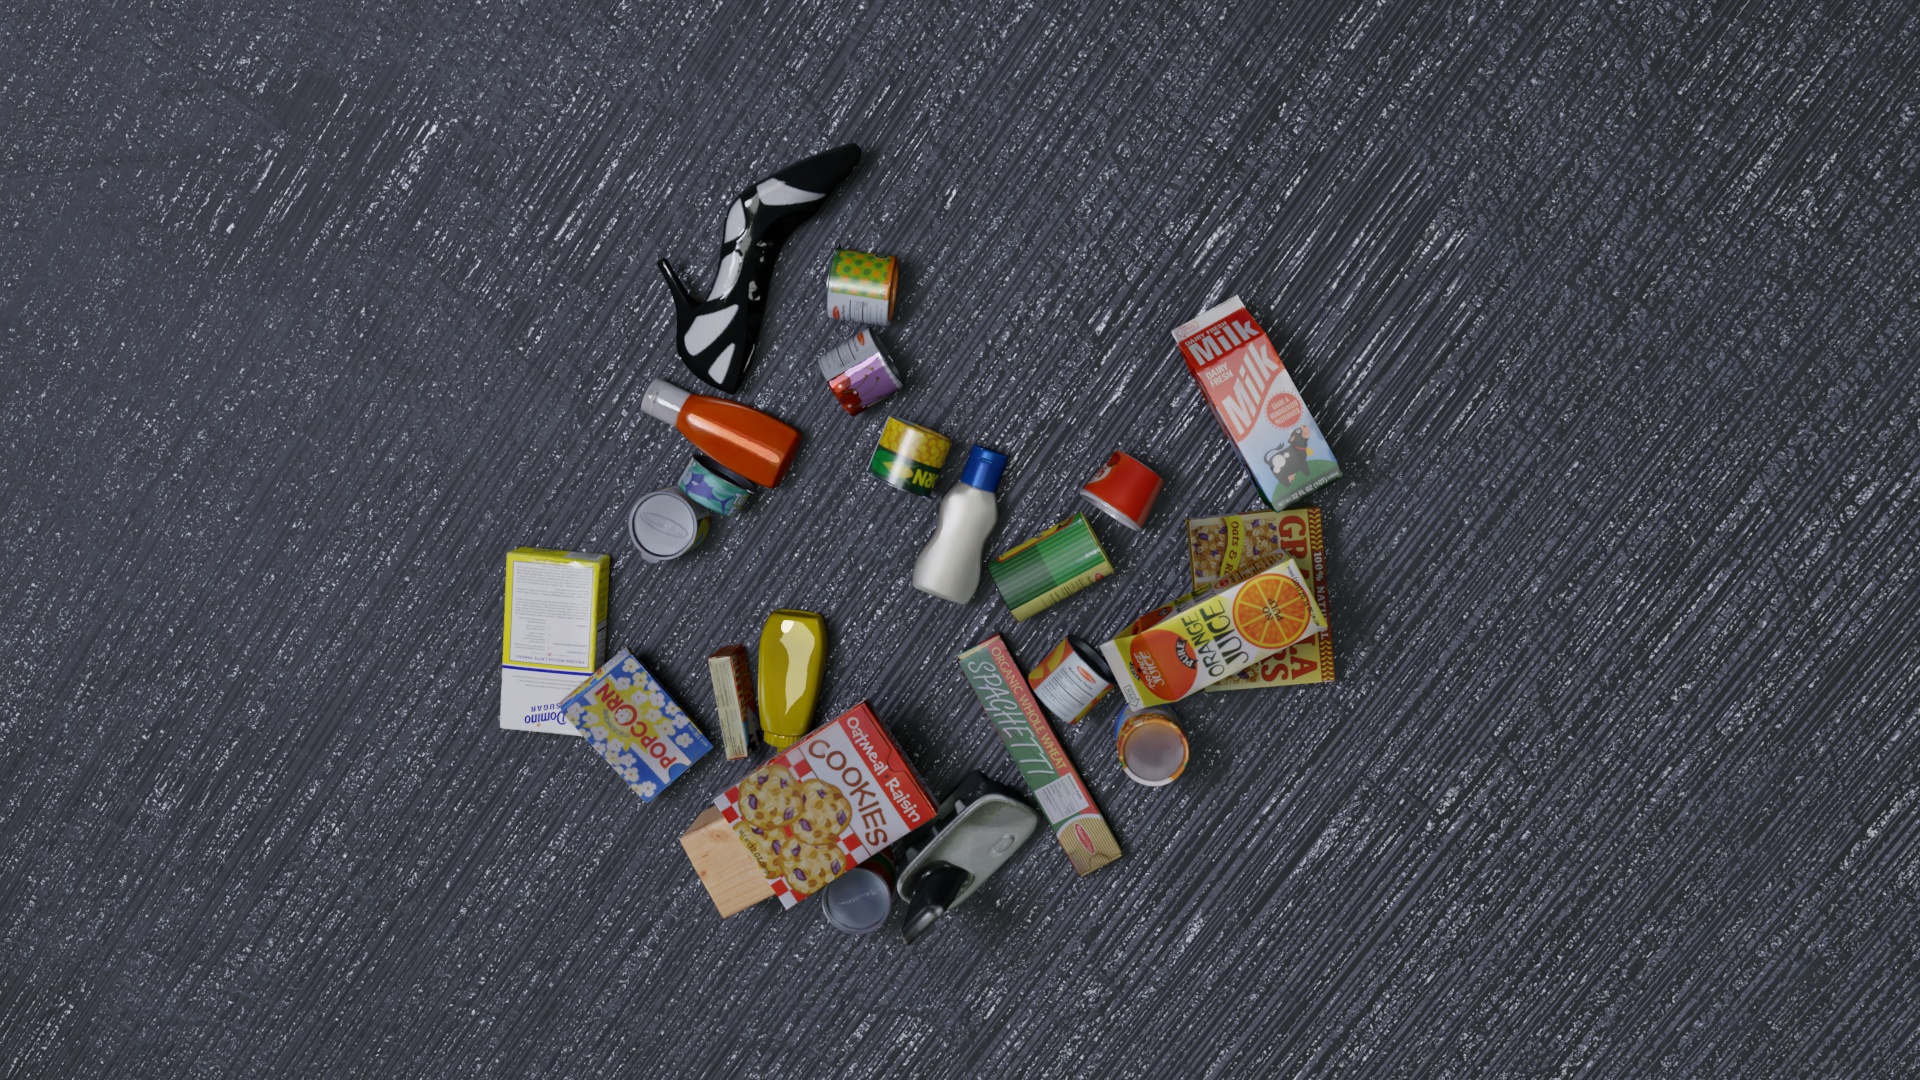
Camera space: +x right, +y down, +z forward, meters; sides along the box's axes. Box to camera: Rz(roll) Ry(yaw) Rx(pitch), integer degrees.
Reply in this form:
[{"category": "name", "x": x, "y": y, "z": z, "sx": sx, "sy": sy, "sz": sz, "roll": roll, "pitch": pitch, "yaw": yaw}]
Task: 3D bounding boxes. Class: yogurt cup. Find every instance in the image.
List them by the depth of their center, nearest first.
[{"category": "yogurt cup", "x": 0.154, "y": -0.048, "z": 1.302, "sx": 0.072, "sy": 0.072, "sz": 0.054, "roll": 34, "pitch": 90, "yaw": -1}]

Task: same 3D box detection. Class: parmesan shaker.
[{"category": "parmesan shaker", "x": 0.084, "y": 0.024, "z": 1.309, "sx": 0.103, "sy": 0.071, "sz": 0.071, "roll": -29, "pitch": 94, "yaw": 6}]

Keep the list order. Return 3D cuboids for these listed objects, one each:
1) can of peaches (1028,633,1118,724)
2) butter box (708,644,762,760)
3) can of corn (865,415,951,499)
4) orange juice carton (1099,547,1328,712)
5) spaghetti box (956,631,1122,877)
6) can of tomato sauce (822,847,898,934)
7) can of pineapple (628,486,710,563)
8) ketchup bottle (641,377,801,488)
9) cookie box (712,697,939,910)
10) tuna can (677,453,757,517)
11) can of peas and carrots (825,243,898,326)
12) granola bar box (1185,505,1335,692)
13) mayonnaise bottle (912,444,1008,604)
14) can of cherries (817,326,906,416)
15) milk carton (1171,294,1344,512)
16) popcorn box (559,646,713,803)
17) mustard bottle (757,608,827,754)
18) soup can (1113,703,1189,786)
[{"category": "can of peaches", "x": 0.107, "y": 0.132, "z": 1.323, "sx": 0.071, "sy": 0.071, "sz": 0.058, "roll": 43, "pitch": 103, "yaw": -2}, {"category": "butter box", "x": -0.219, "y": 0.156, "z": 1.351, "sx": 0.024, "sy": 0.053, "sz": 0.103, "roll": -9, "pitch": 95, "yaw": 7}, {"category": "can of corn", "x": -0.046, "y": -0.078, "z": 1.307, "sx": 0.071, "sy": 0.071, "sz": 0.058, "roll": 23, "pitch": 97, "yaw": 1}, {"category": "orange juice carton", "x": 0.227, "y": 0.084, "z": 1.267, "sx": 0.192, "sy": 0.073, "sz": 0.071, "roll": -27, "pitch": 94, "yaw": 8}, {"category": "spaghetti box", "x": 0.078, "y": 0.207, "z": 1.351, "sx": 0.050, "sy": 0.029, "sz": 0.250, "roll": -29, "pitch": 94, "yaw": 6}, {"category": "can of tomato sauce", "x": -0.096, "y": 0.333, "z": 1.348, "sx": 0.071, "sy": 0.083, "sz": 0.071, "roll": 0, "pitch": 97, "yaw": 3}, {"category": "can of pineapple", "x": -0.280, "y": -0.016, "z": 1.333, "sx": 0.071, "sy": 0.058, "sz": 0.071, "roll": 0, "pitch": 97, "yaw": 4}, {"category": "ketchup bottle", "x": -0.230, "y": -0.108, "z": 1.326, "sx": 0.149, "sy": 0.043, "sz": 0.064, "roll": 26, "pitch": 91, "yaw": 0}, {"category": "cookie box", "x": -0.121, "y": 0.240, "z": 1.269, "sx": 0.167, "sy": 0.040, "sz": 0.123, "roll": -33, "pitch": 92, "yaw": 6}, {"category": "tuna can", "x": -0.231, "y": -0.051, "z": 1.321, "sx": 0.071, "sy": 0.071, "sz": 0.032, "roll": 31, "pitch": 99, "yaw": -1}, {"category": "can of peas and carrots", "x": -0.091, "y": -0.238, "z": 1.293, "sx": 0.059, "sy": 0.071, "sz": 0.071, "roll": 8, "pitch": 97, "yaw": 2}, {"category": "granola bar box", "x": 0.284, "y": 0.054, "z": 1.317, "sx": 0.124, "sy": 0.039, "sz": 0.165, "roll": -6, "pitch": 96, "yaw": 5}, {"category": "mayonnaise bottle", "x": 0.005, "y": -0.017, "z": 1.325, "sx": 0.065, "sy": 0.041, "sz": 0.148, "roll": 20, "pitch": 96, "yaw": 0}, {"category": "can of cherries", "x": -0.091, "y": -0.156, "z": 1.303, "sx": 0.058, "sy": 0.071, "sz": 0.071, "roll": -30, "pitch": 94, "yaw": 6}, {"category": "milk carton", "x": 0.271, "y": -0.127, "z": 1.280, "sx": 0.072, "sy": 0.073, "sz": 0.190, "roll": -29, "pitch": 94, "yaw": 7}, {"category": "popcorn box", "x": -0.313, "y": 0.177, "z": 1.342, "sx": 0.085, "sy": 0.038, "sz": 0.126, "roll": -41, "pitch": 108, "yaw": -9}, {"category": "mustard bottle", "x": -0.168, "y": 0.148, "z": 1.349, "sx": 0.065, "sy": 0.049, "sz": 0.160, "roll": 8, "pitch": 98, "yaw": 3}, {"category": "soup can", "x": 0.181, "y": 0.187, "z": 1.316, "sx": 0.071, "sy": 0.084, "sz": 0.071, "roll": 0, "pitch": 96, "yaw": 3}]
